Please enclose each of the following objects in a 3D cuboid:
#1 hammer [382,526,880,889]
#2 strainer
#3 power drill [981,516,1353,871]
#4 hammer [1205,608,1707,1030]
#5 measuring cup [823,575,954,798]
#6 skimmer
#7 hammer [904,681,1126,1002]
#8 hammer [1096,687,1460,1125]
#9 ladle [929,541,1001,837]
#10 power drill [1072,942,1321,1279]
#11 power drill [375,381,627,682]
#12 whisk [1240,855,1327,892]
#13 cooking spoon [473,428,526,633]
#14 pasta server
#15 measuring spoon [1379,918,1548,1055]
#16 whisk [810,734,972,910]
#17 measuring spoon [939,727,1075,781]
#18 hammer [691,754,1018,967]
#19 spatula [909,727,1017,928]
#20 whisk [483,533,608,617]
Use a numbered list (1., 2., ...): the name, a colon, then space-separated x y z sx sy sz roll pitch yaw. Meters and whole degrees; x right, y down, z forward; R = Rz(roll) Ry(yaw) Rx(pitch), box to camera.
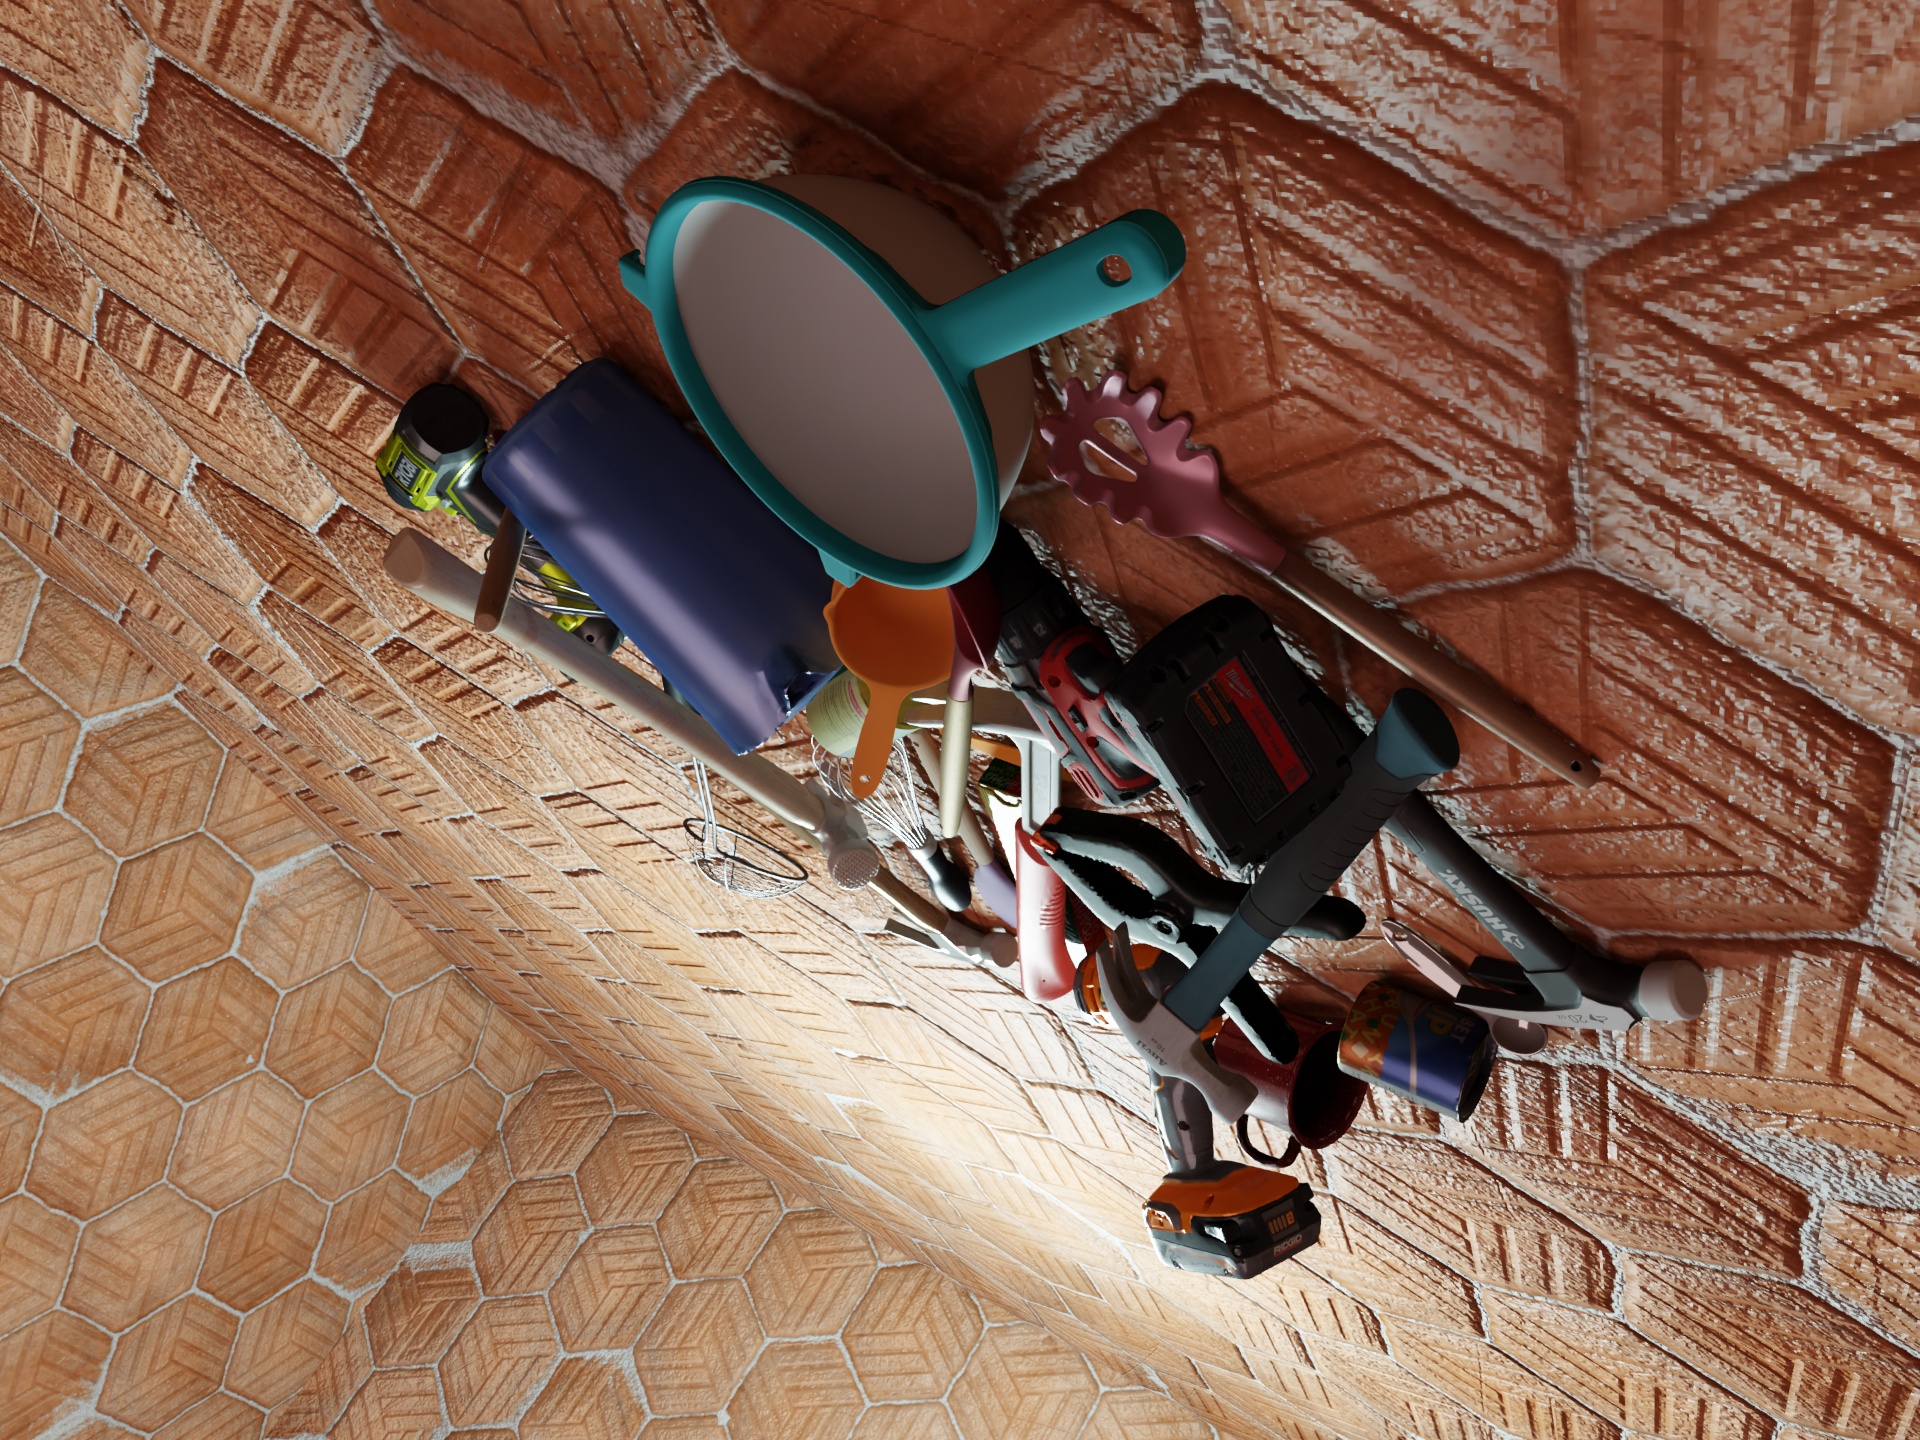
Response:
1. hammer: -0.226 -0.016 1.139 0.410 0.038 0.146 36 -168 -32
2. strainer: -0.004 -0.173 0.679 0.340 0.095 0.211 -4 125 56
3. power drill: 0.081 -0.025 0.821 0.187 0.080 0.227 55 168 -18
4. hammer: 0.243 0.057 0.862 0.334 0.035 0.146 42 153 -15
5. measuring cup: -0.042 -0.034 0.951 0.095 0.052 0.173 10 124 -10
6. skimmer: -0.206 0.035 1.389 0.127 0.090 0.362 27 144 25
7. hammer: 0.046 0.099 1.105 0.149 0.037 0.358 10 145 10
8. hammer: 0.172 0.102 0.870 0.128 0.033 0.330 39 137 12
9. ladle: -0.001 -0.003 0.911 0.315 0.031 0.069 94 156 -61
10. power drill: 0.169 0.262 1.104 0.164 0.084 0.226 -23 83 59
11. power drill: -0.338 -0.138 1.198 0.223 0.080 0.171 45 153 -13
12. whisk: 0.197 0.125 1.033 0.055 0.055 0.238 29 159 13
13. cooking spoon: -0.280 -0.123 0.996 0.068 0.017 0.319 43 -168 -25
14. pasta server: 0.172 -0.058 0.744 0.316 0.060 0.040 34 -175 -4
15. measuring spoon: 0.313 0.161 0.989 0.124 0.018 0.034 40 134 6
16. whisk: -0.040 0.079 1.233 0.070 0.070 0.284 19 156 31
17. measuring spoon: 0.037 0.020 1.087 0.117 0.011 0.021 18 150 26
18. hammer: -0.099 0.113 1.356 0.331 0.031 0.130 41 157 -25
19. spatula: 0.010 0.091 1.222 0.060 0.018 0.315 20 155 30
20. whisk: -0.215 -0.074 1.104 0.246 0.058 0.059 23 151 -36
